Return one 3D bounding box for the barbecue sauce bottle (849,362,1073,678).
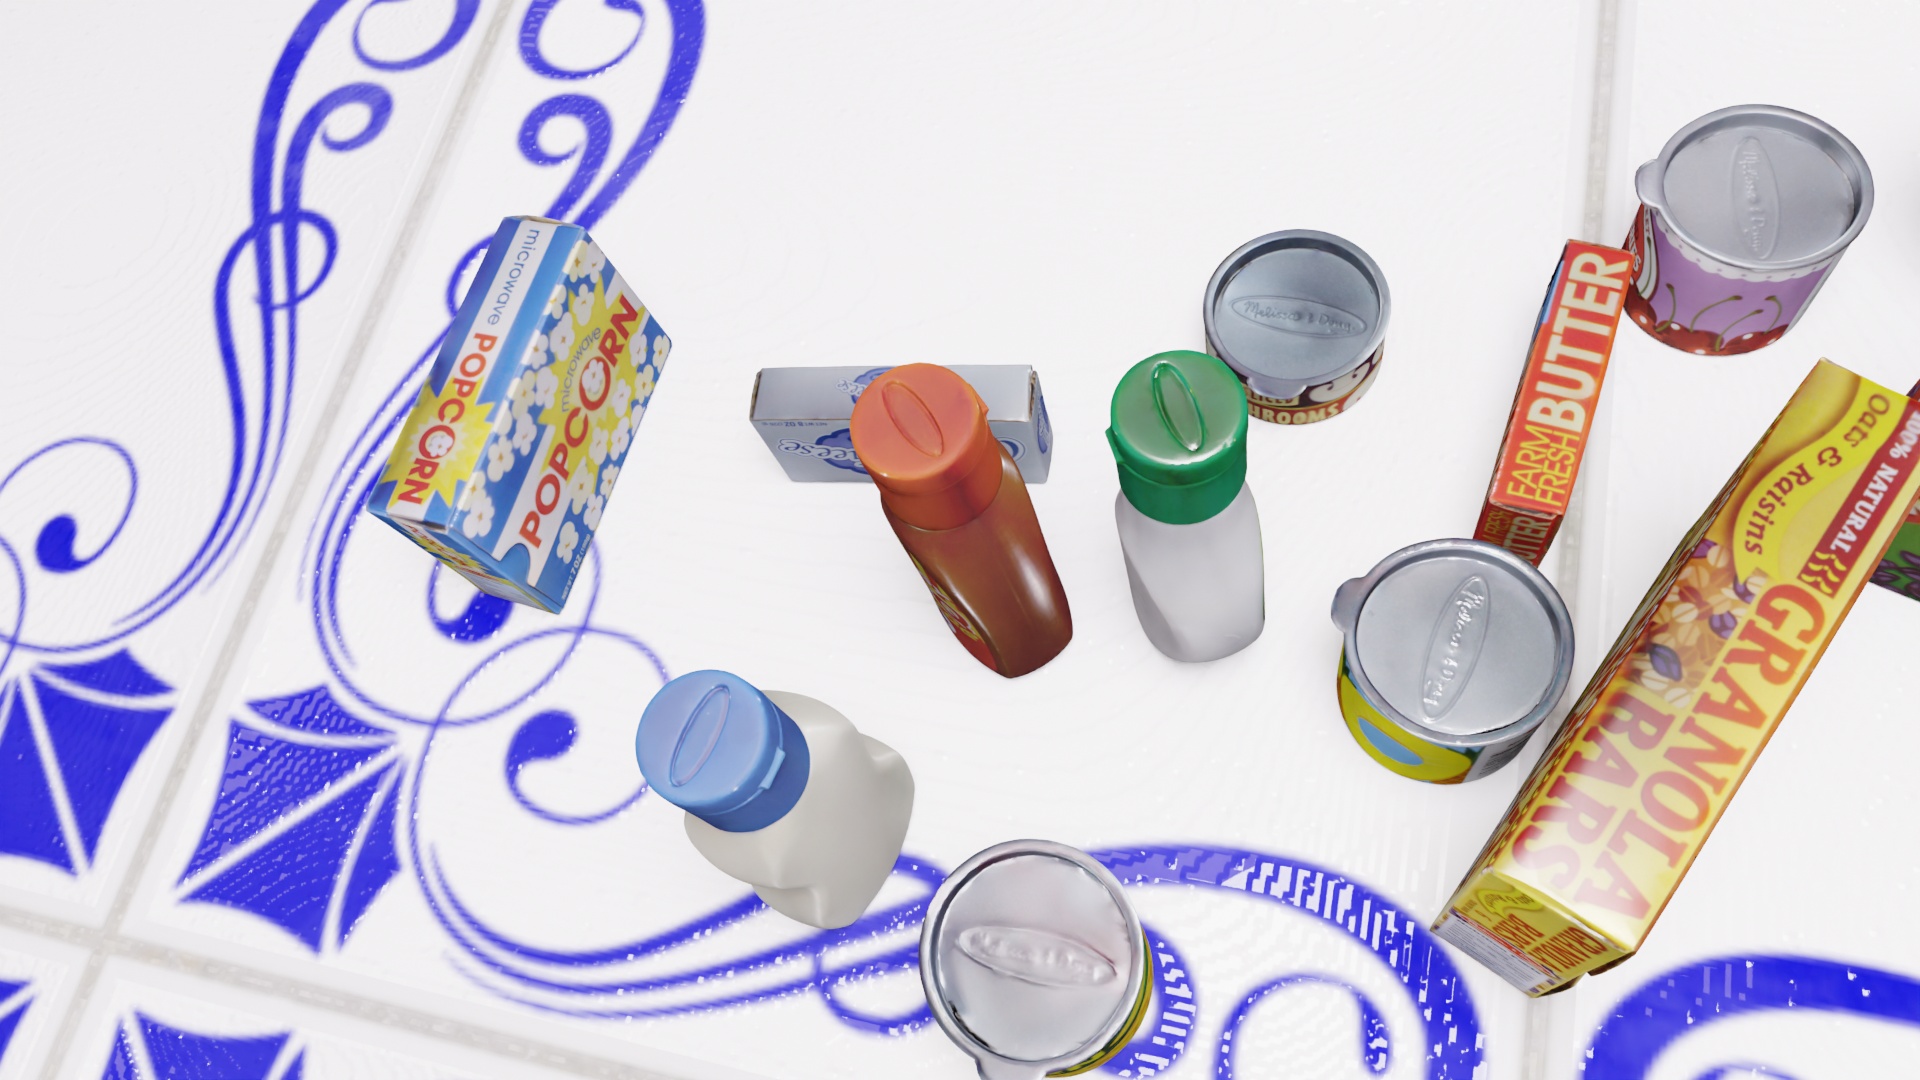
[{"bbox_3d":[0.002,-0.006,0.442,0.044,0.148,0.065,-33,65,-3],"label":"barbecue sauce bottle"}]

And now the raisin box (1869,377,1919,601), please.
[{"bbox_3d":[0.311,-0.016,0.397,0.086,0.123,0.040,28,76,21],"label":"raisin box"}]

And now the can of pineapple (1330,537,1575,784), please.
[{"bbox_3d":[0.153,0.039,0.442,0.071,0.057,0.071,-4,67,10],"label":"can of pineapple"}]

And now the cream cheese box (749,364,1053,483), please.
[{"bbox_3d":[-0.020,-0.042,0.514,0.104,0.053,0.024,1,68,12],"label":"cream cheese box"}]

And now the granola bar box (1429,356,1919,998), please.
[{"bbox_3d":[0.200,0.046,0.393,0.039,0.124,0.166,33,77,22],"label":"granola bar box"}]

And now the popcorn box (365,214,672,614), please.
[{"bbox_3d":[-0.162,-0.047,0.527,0.038,0.085,0.127,12,70,16],"label":"popcorn box"}]

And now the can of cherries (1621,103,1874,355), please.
[{"bbox_3d":[0.265,-0.106,0.481,0.071,0.058,0.072,-4,67,10],"label":"can of cherries"}]

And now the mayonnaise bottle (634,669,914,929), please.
[{"bbox_3d":[-0.052,0.076,0.418,0.041,0.147,0.065,19,73,18],"label":"mayonnaise bottle"}]

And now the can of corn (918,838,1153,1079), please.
[{"bbox_3d":[0.025,0.133,0.427,0.071,0.058,0.071,-4,67,10],"label":"can of corn"}]

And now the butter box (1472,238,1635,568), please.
[{"bbox_3d":[0.200,-0.045,0.471,0.024,0.053,0.104,17,72,18],"label":"butter box"}]

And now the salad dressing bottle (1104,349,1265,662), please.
[{"bbox_3d":[0.070,-0.007,0.429,0.044,0.147,0.064,-19,65,3],"label":"salad dressing bottle"}]

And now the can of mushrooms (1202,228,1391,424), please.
[{"bbox_3d":[0.122,-0.076,0.511,0.071,0.033,0.071,-4,67,10],"label":"can of mushrooms"}]
